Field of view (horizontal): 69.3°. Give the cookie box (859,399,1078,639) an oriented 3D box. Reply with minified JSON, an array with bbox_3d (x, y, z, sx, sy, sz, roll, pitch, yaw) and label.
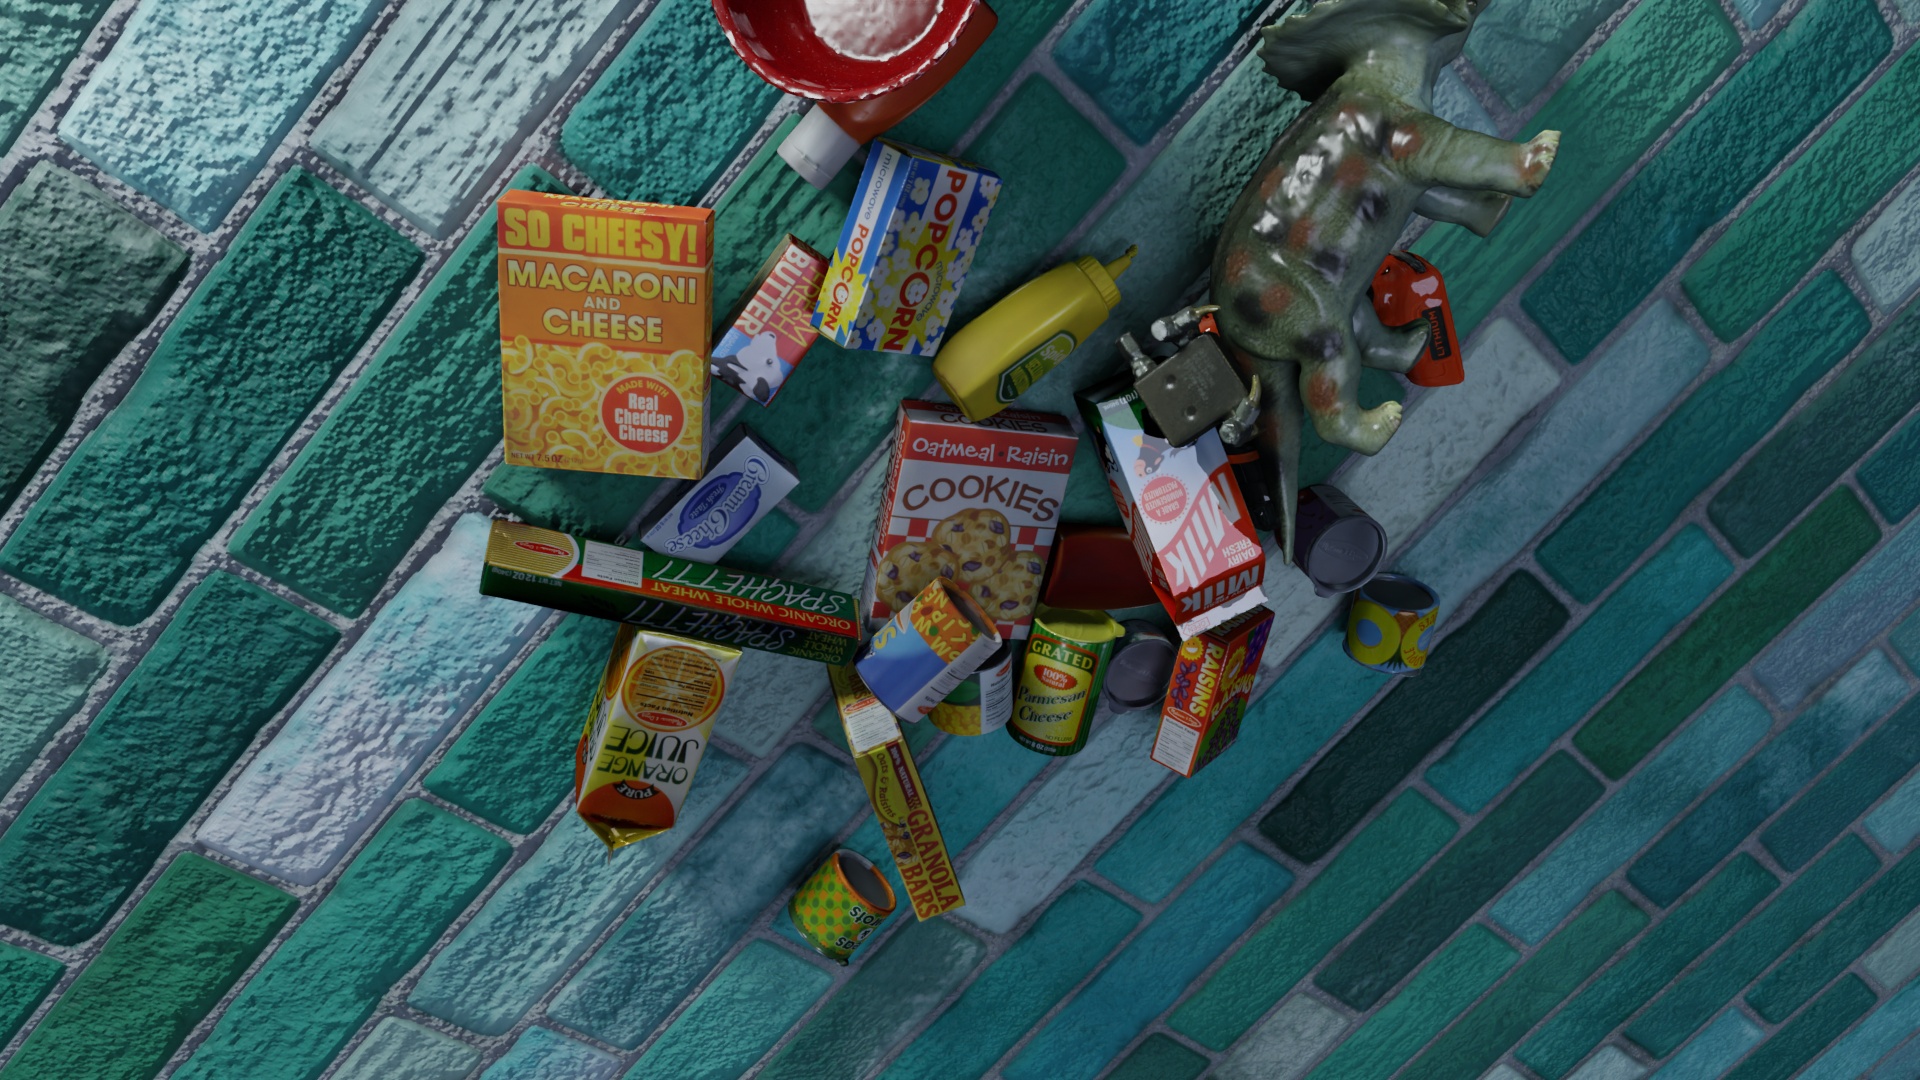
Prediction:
[{"bbox_3d":[0.004,-0.012,0.988,0.123,0.040,0.166,4,116,-18],"label":"cookie box"}]

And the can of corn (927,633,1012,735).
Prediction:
[{"bbox_3d":[0.004,0.103,1.034,0.071,0.071,0.058,-9,119,-11],"label":"can of corn"}]

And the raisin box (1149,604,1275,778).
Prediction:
[{"bbox_3d":[0.197,0.112,1.085,0.086,0.040,0.122,-21,130,-50],"label":"raisin box"}]

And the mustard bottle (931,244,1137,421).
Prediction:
[{"bbox_3d":[0.056,-0.145,0.921,0.160,0.049,0.065,-38,160,0],"label":"mustard bottle"}]

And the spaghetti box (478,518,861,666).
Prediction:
[{"bbox_3d":[-0.188,0.036,0.923,0.250,0.050,0.028,13,122,-18],"label":"spaghetti box"}]

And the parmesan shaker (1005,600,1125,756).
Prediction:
[{"bbox_3d":[0.078,0.104,1.052,0.071,0.071,0.102,4,115,-18],"label":"parmesan shaker"}]

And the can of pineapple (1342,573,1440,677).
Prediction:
[{"bbox_3d":[0.346,0.066,1.110,0.071,0.071,0.057,-3,117,-15],"label":"can of pineapple"}]

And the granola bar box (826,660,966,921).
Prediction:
[{"bbox_3d":[-0.049,0.177,1.021,0.039,0.124,0.164,-20,120,-4],"label":"granola bar box"}]

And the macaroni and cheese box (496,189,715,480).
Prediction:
[{"bbox_3d":[-0.217,-0.125,0.854,0.124,0.040,0.165,5,115,-4],"label":"macaroni and cheese box"}]

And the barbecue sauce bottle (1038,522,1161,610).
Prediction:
[{"bbox_3d":[0.133,0.022,1.040,0.149,0.044,0.064,4,115,-18],"label":"barbecue sauce bottle"}]

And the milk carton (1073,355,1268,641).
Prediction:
[{"bbox_3d":[0.152,-0.027,0.972,0.072,0.073,0.190,-25,103,-3],"label":"milk carton"}]

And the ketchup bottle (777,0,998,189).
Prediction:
[{"bbox_3d":[-0.048,-0.277,0.832,0.064,0.044,0.148,40,101,-20],"label":"ketchup bottle"}]

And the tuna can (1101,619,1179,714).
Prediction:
[{"bbox_3d":[0.136,0.099,1.087,0.071,0.033,0.070,-7,118,-13],"label":"tuna can"}]

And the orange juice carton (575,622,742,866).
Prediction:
[{"bbox_3d":[-0.221,0.133,0.979,0.073,0.072,0.192,15,111,-22],"label":"orange juice carton"}]

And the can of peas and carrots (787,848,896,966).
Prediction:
[{"bbox_3d":[-0.092,0.289,1.098,0.071,0.071,0.058,37,101,-29],"label":"can of peas and carrots"}]

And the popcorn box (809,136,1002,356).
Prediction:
[{"bbox_3d":[-0.034,-0.181,0.870,0.085,0.038,0.126,-3,122,-50],"label":"popcorn box"}]

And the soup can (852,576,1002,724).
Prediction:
[{"bbox_3d":[-0.024,0.074,0.965,0.083,0.071,0.071,-43,120,10],"label":"soup can"}]

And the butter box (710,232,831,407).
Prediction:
[{"bbox_3d":[-0.118,-0.141,0.894,0.053,0.024,0.103,32,104,-27],"label":"butter box"}]

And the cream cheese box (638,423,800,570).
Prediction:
[{"bbox_3d":[-0.163,-0.025,0.941,0.103,0.024,0.053,-44,121,9],"label":"cream cheese box"}]

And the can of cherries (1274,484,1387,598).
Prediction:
[{"bbox_3d":[0.281,0.000,1.063,0.071,0.058,0.071,-7,119,-13],"label":"can of cherries"}]
